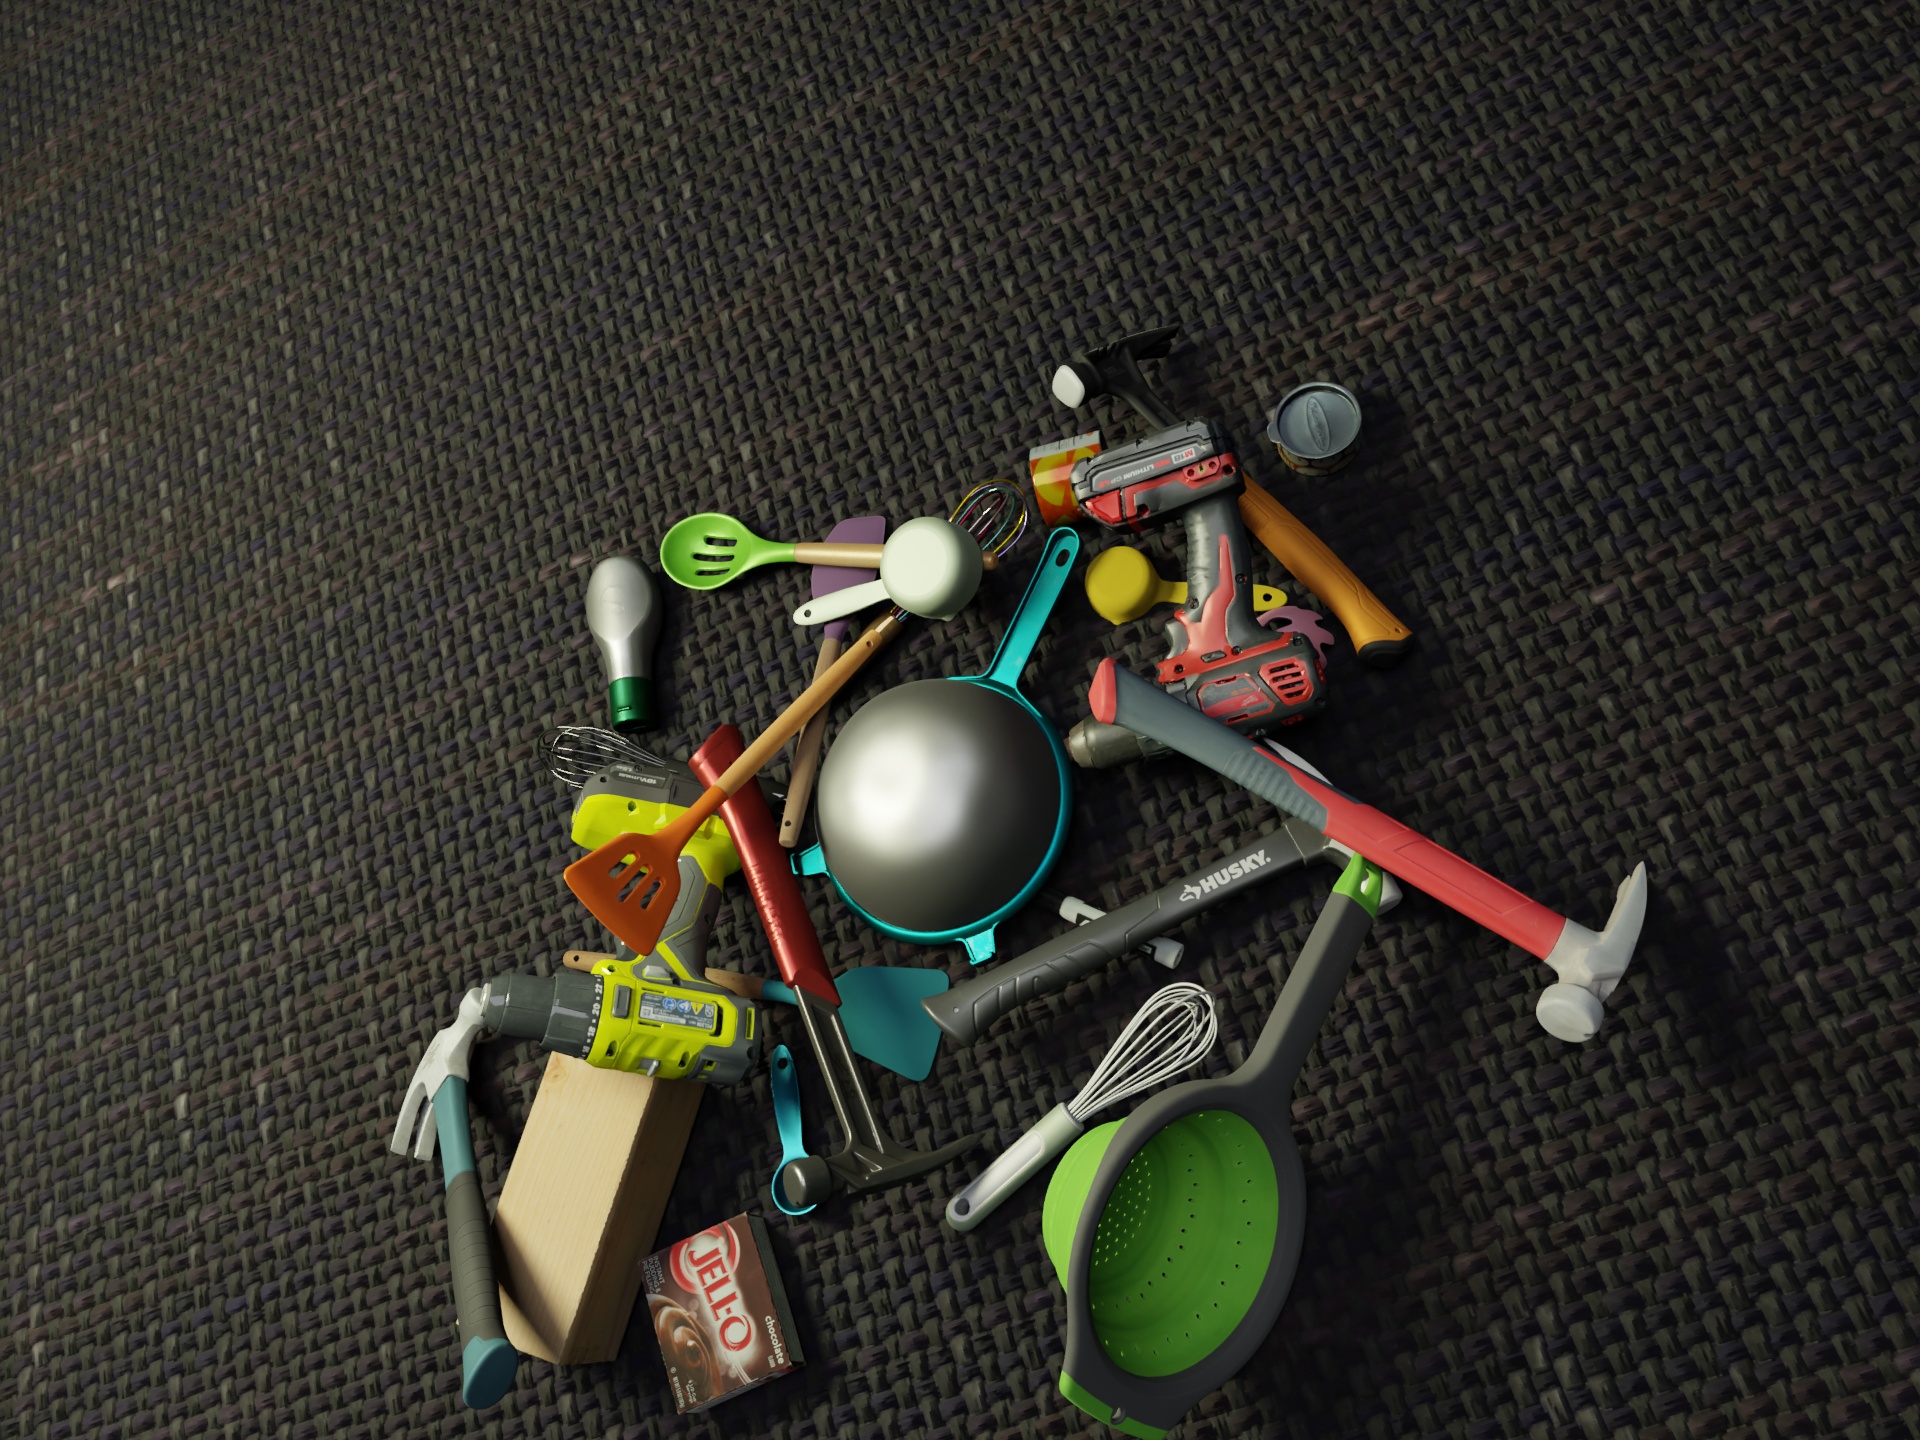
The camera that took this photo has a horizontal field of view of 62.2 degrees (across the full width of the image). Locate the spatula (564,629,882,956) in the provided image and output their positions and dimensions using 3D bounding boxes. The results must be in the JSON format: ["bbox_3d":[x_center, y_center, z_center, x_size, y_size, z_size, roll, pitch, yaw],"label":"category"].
[{"bbox_3d":[-0.155,0.035,1.153,0.081,0.041,0.323,47,59,-9],"label":"spatula"}]

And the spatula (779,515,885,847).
[{"bbox_3d":[-0.107,-0.040,1.243,0.060,0.018,0.316,-5,54,19],"label":"spatula"}]

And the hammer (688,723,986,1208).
[{"bbox_3d":[-0.110,0.162,1.147,0.036,0.149,0.359,-49,56,46],"label":"hammer"}]

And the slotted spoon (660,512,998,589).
[{"bbox_3d":[-0.110,-0.133,1.286,0.314,0.031,0.070,5,74,29],"label":"slotted spoon"}]

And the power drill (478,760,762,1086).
[{"bbox_3d":[-0.238,0.147,1.157,0.190,0.080,0.229,14,49,-19],"label":"power drill"}]

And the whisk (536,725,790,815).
[{"bbox_3d":[-0.234,0.045,1.280,0.239,0.055,0.055,12,75,15],"label":"whisk"}]

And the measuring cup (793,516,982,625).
[{"bbox_3d":[-0.065,-0.105,1.223,0.167,0.038,0.083,-17,78,22],"label":"measuring cup"}]

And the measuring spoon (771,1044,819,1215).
[{"bbox_3d":[-0.121,0.302,1.174,0.042,0.021,0.129,-19,58,11],"label":"measuring spoon"}]

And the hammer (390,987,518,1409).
[{"bbox_3d":[-0.353,0.340,1.134,0.128,0.033,0.331,-54,35,13],"label":"hammer"}]

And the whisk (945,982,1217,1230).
[{"bbox_3d":[0.083,0.270,1.104,0.246,0.059,0.058,-43,53,4],"label":"whisk"}]

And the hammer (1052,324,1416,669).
[{"bbox_3d":[0.220,-0.170,1.205,0.127,0.034,0.337,-29,68,-33],"label":"hammer"}]

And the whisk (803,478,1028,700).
[{"bbox_3d":[-0.040,-0.101,1.272,0.245,0.047,0.051,-46,58,2],"label":"whisk"}]

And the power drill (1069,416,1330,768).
[{"bbox_3d":[0.145,-0.083,1.142,0.188,0.080,0.227,-18,85,15],"label":"power drill"}]

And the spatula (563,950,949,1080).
[{"bbox_3d":[-0.166,0.206,1.215,0.317,0.044,0.082,5,71,23],"label":"spatula"}]

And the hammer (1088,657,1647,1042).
[{"bbox_3d":[0.263,0.056,1.059,0.386,0.038,0.143,31,52,13],"label":"hammer"}]

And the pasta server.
[{"bbox_3d":[0.131,-0.001,1.196,0.316,0.040,0.060,-28,66,10],"label":"pasta server"}]

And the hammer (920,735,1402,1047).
[{"bbox_3d":[0.127,0.135,1.120,0.335,0.035,0.146,-26,66,-2],"label":"hammer"}]

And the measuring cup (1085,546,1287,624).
[{"bbox_3d":[0.170,-0.102,1.214,0.156,0.029,0.062,6,74,20],"label":"measuring cup"}]

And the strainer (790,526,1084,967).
[{"bbox_3d":[-0.002,-0.004,1.177,0.211,0.095,0.340,23,84,31],"label":"strainer"}]

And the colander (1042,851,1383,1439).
[{"bbox_3d":[0.161,0.256,1.045,0.094,0.204,0.397,8,63,53],"label":"colander"}]
